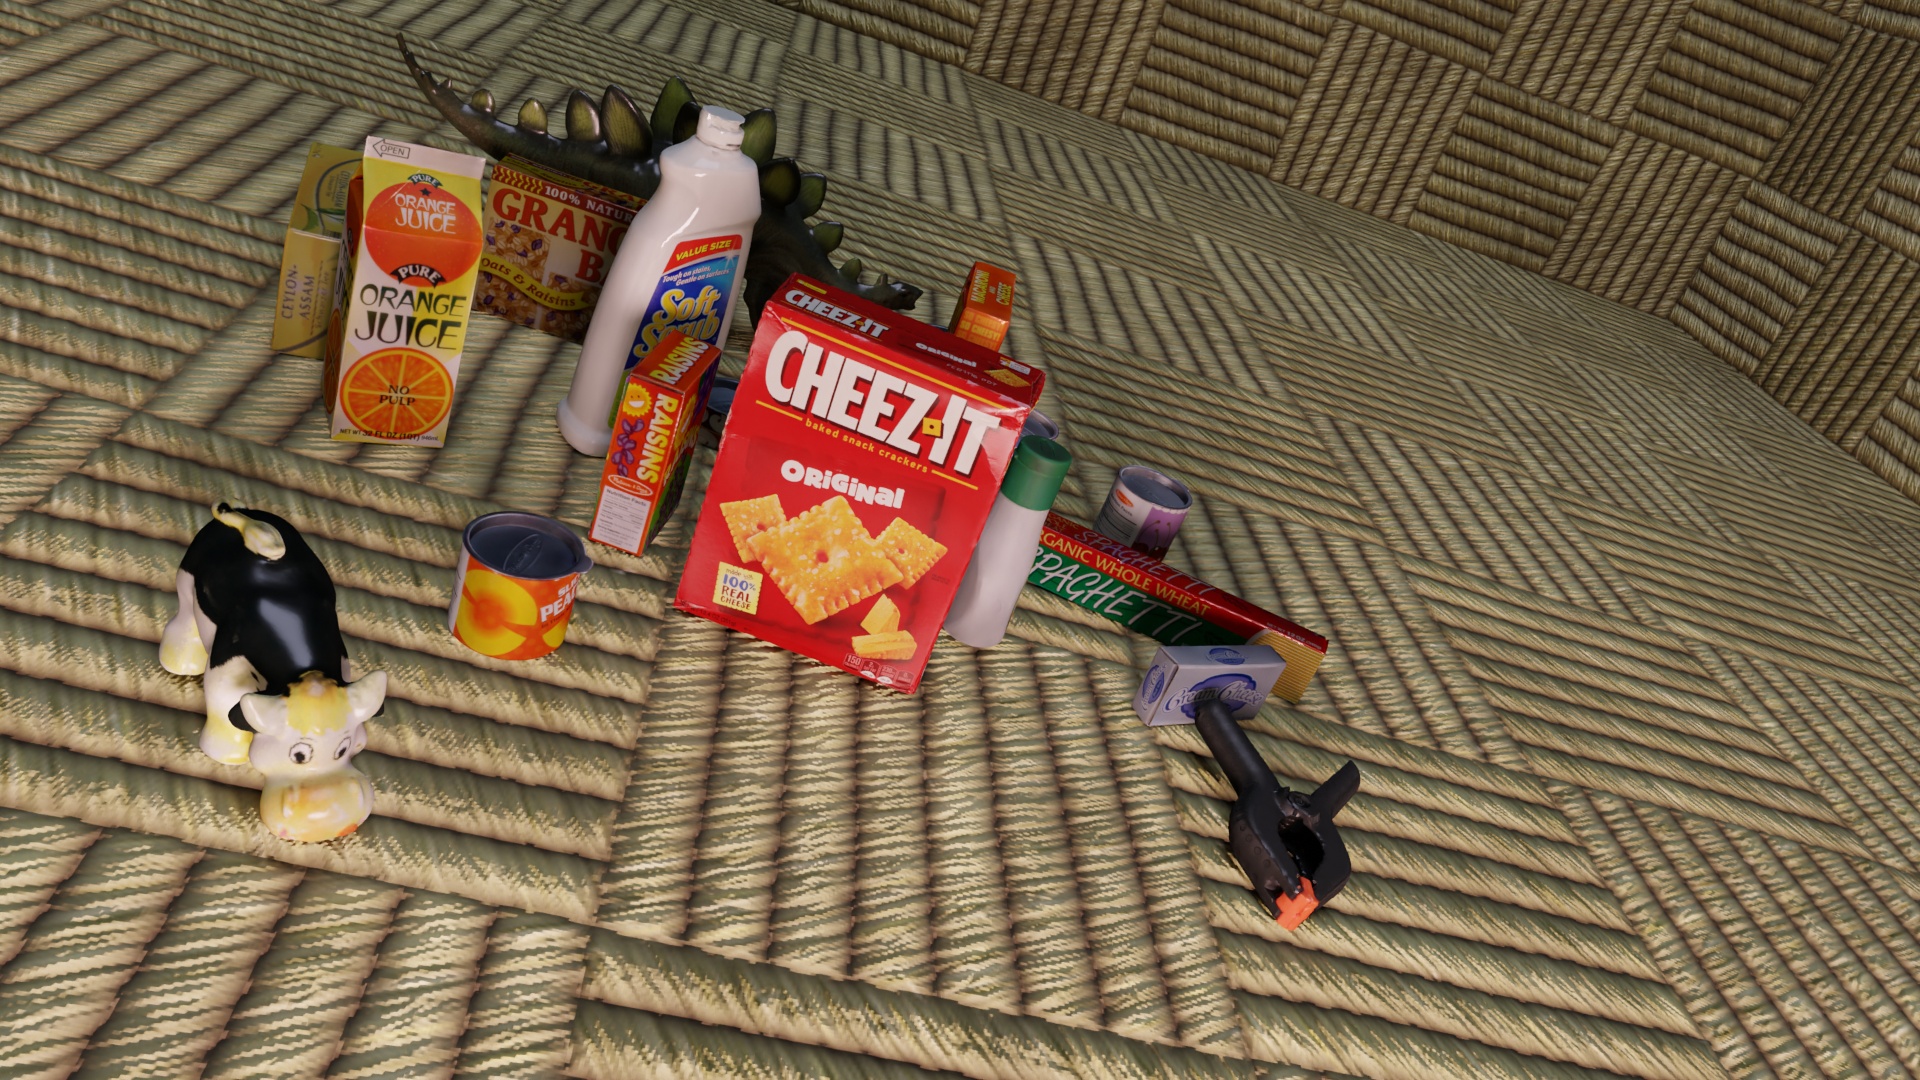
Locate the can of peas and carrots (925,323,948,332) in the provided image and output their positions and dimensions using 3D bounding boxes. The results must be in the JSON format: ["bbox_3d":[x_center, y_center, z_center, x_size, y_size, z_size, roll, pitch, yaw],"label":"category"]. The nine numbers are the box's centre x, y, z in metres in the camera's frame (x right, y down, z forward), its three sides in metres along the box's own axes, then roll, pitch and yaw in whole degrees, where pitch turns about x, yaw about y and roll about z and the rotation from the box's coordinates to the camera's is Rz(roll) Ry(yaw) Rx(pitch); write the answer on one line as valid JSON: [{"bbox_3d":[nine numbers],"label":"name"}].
[{"bbox_3d":[-0.018,-0.158,1.273,0.071,0.058,0.071,17,28,-9],"label":"can of peas and carrots"}]

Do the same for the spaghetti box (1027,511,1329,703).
[{"bbox_3d":[0.148,0.046,1.037,0.250,0.050,0.029,25,27,5],"label":"spaghetti box"}]

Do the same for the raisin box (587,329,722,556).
[{"bbox_3d":[-0.198,-0.064,0.903,0.040,0.122,0.086,21,27,-2],"label":"raisin box"}]

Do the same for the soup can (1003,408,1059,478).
[{"bbox_3d":[0.031,-0.062,1.109,0.071,0.083,0.072,17,27,-9],"label":"soup can"}]

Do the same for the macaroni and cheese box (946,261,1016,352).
[{"bbox_3d":[-0.005,-0.126,1.109,0.040,0.165,0.124,19,27,-5],"label":"macaroni and cheese box"}]

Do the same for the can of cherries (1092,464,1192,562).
[{"bbox_3d":[0.152,-0.021,1.150,0.071,0.058,0.072,17,28,-9],"label":"can of cherries"}]

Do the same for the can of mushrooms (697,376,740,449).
[{"bbox_3d":[-0.182,-0.099,1.074,0.071,0.033,0.071,17,28,-9],"label":"can of mushrooms"}]

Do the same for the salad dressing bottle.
[{"bbox_3d":[0.031,0.001,0.926,0.044,0.147,0.064,16,28,-13],"label":"salad dressing bottle"}]

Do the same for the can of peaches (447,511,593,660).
[{"bbox_3d":[-0.246,0.026,0.777,0.071,0.057,0.071,17,28,-9],"label":"can of peaches"}]

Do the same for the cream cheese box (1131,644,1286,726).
[{"bbox_3d":[0.171,0.099,0.954,0.104,0.053,0.024,2,33,-33],"label":"cream cheese box"}]

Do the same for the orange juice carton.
[{"bbox_3d":[-0.355,-0.161,0.887,0.072,0.191,0.073,3,33,-33],"label":"orange juice carton"}]

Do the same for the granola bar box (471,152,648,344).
[{"bbox_3d":[-0.298,-0.222,1.113,0.165,0.123,0.039,18,27,-9],"label":"granola bar box"}]
